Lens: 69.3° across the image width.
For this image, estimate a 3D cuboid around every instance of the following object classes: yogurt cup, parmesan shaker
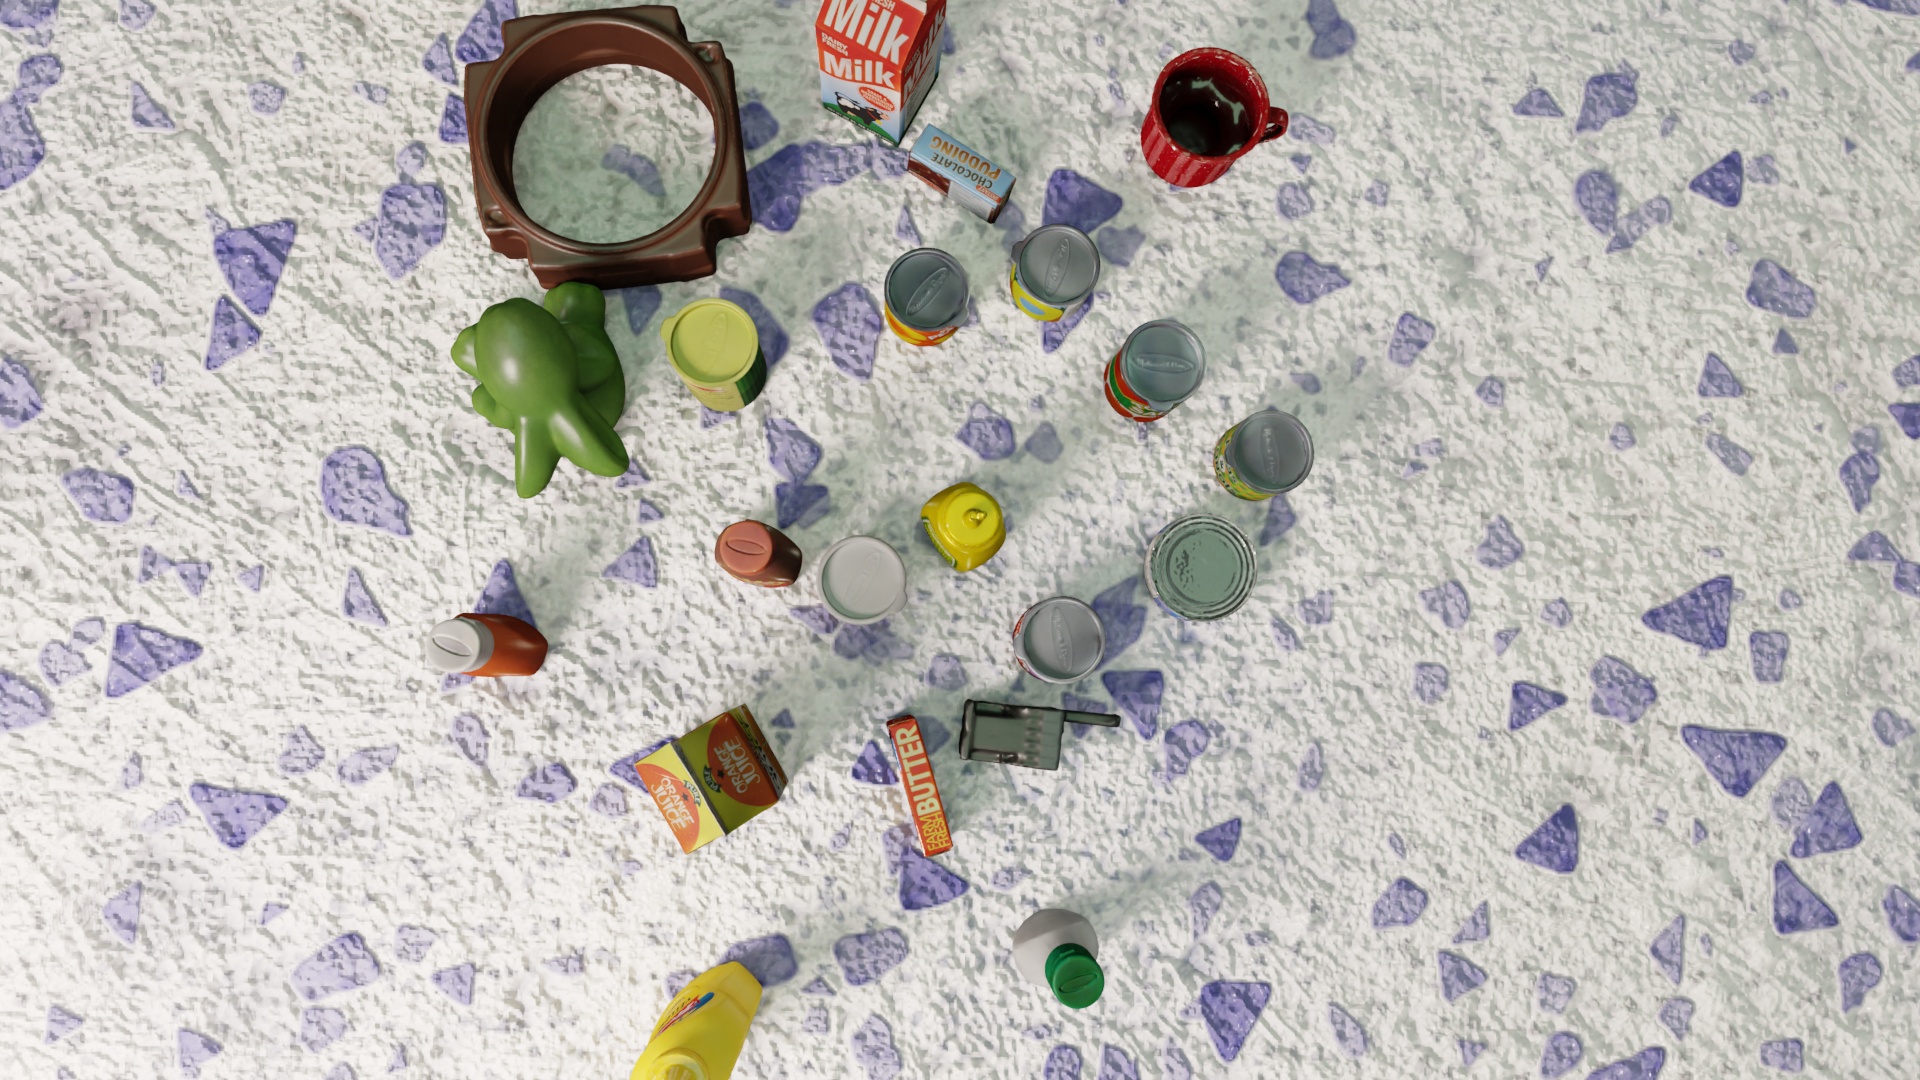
[{"bbox_3d":[-0.076,0.031,1.069,0.072,0.054,0.072,0,85,-4],"label":"yogurt cup"},{"bbox_3d":[-0.185,-0.140,1.051,0.071,0.103,0.071,0,85,-4],"label":"parmesan shaker"}]

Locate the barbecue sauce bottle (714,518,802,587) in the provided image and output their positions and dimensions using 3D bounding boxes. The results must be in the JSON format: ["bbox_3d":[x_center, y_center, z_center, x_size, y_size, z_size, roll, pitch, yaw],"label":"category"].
[{"bbox_3d":[-0.151,0.009,1.018,0.065,0.148,0.043,13,85,-3],"label":"barbecue sauce bottle"}]

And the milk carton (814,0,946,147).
[{"bbox_3d":[-0.059,-0.374,1.038,0.072,0.190,0.073,29,84,-1],"label":"milk carton"}]

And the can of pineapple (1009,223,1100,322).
[{"bbox_3d":[0.072,-0.212,1.100,0.071,0.058,0.071,0,85,-4],"label":"can of pineapple"}]

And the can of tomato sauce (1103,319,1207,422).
[{"bbox_3d":[0.150,-0.129,1.085,0.071,0.083,0.071,0,85,-4],"label":"can of tomato sauce"}]

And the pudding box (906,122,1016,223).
[{"bbox_3d":[0.000,-0.291,1.106,0.084,0.049,0.030,32,84,-1],"label":"pudding box"}]

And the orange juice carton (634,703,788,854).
[{"bbox_3d":[-0.174,0.166,0.980,0.073,0.192,0.072,-30,88,-6],"label":"orange juice carton"}]

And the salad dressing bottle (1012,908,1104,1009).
[{"bbox_3d":[0.074,0.303,1.008,0.064,0.147,0.044,-19,87,-5],"label":"salad dressing bottle"}]

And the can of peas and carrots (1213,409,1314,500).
[{"bbox_3d":[0.236,-0.066,1.098,0.071,0.058,0.071,0,85,-4],"label":"can of peas and carrots"}]

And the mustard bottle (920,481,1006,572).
[{"bbox_3d":[0.004,-0.013,1.025,0.049,0.160,0.065,-34,89,-6],"label":"mustard bottle"}]

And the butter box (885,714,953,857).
[{"bbox_3d":[-0.031,0.186,1.059,0.024,0.053,0.103,-16,86,-5],"label":"butter box"}]

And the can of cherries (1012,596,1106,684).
[{"bbox_3d":[0.073,0.077,1.073,0.071,0.058,0.071,0,85,-4],"label":"can of cherries"}]

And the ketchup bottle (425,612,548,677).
[{"bbox_3d":[-0.343,0.075,0.998,0.065,0.148,0.043,22,84,-2],"label":"ketchup bottle"}]

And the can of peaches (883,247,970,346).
[{"bbox_3d":[-0.026,-0.188,1.090,0.071,0.058,0.071,0,85,-4],"label":"can of peaches"}]
